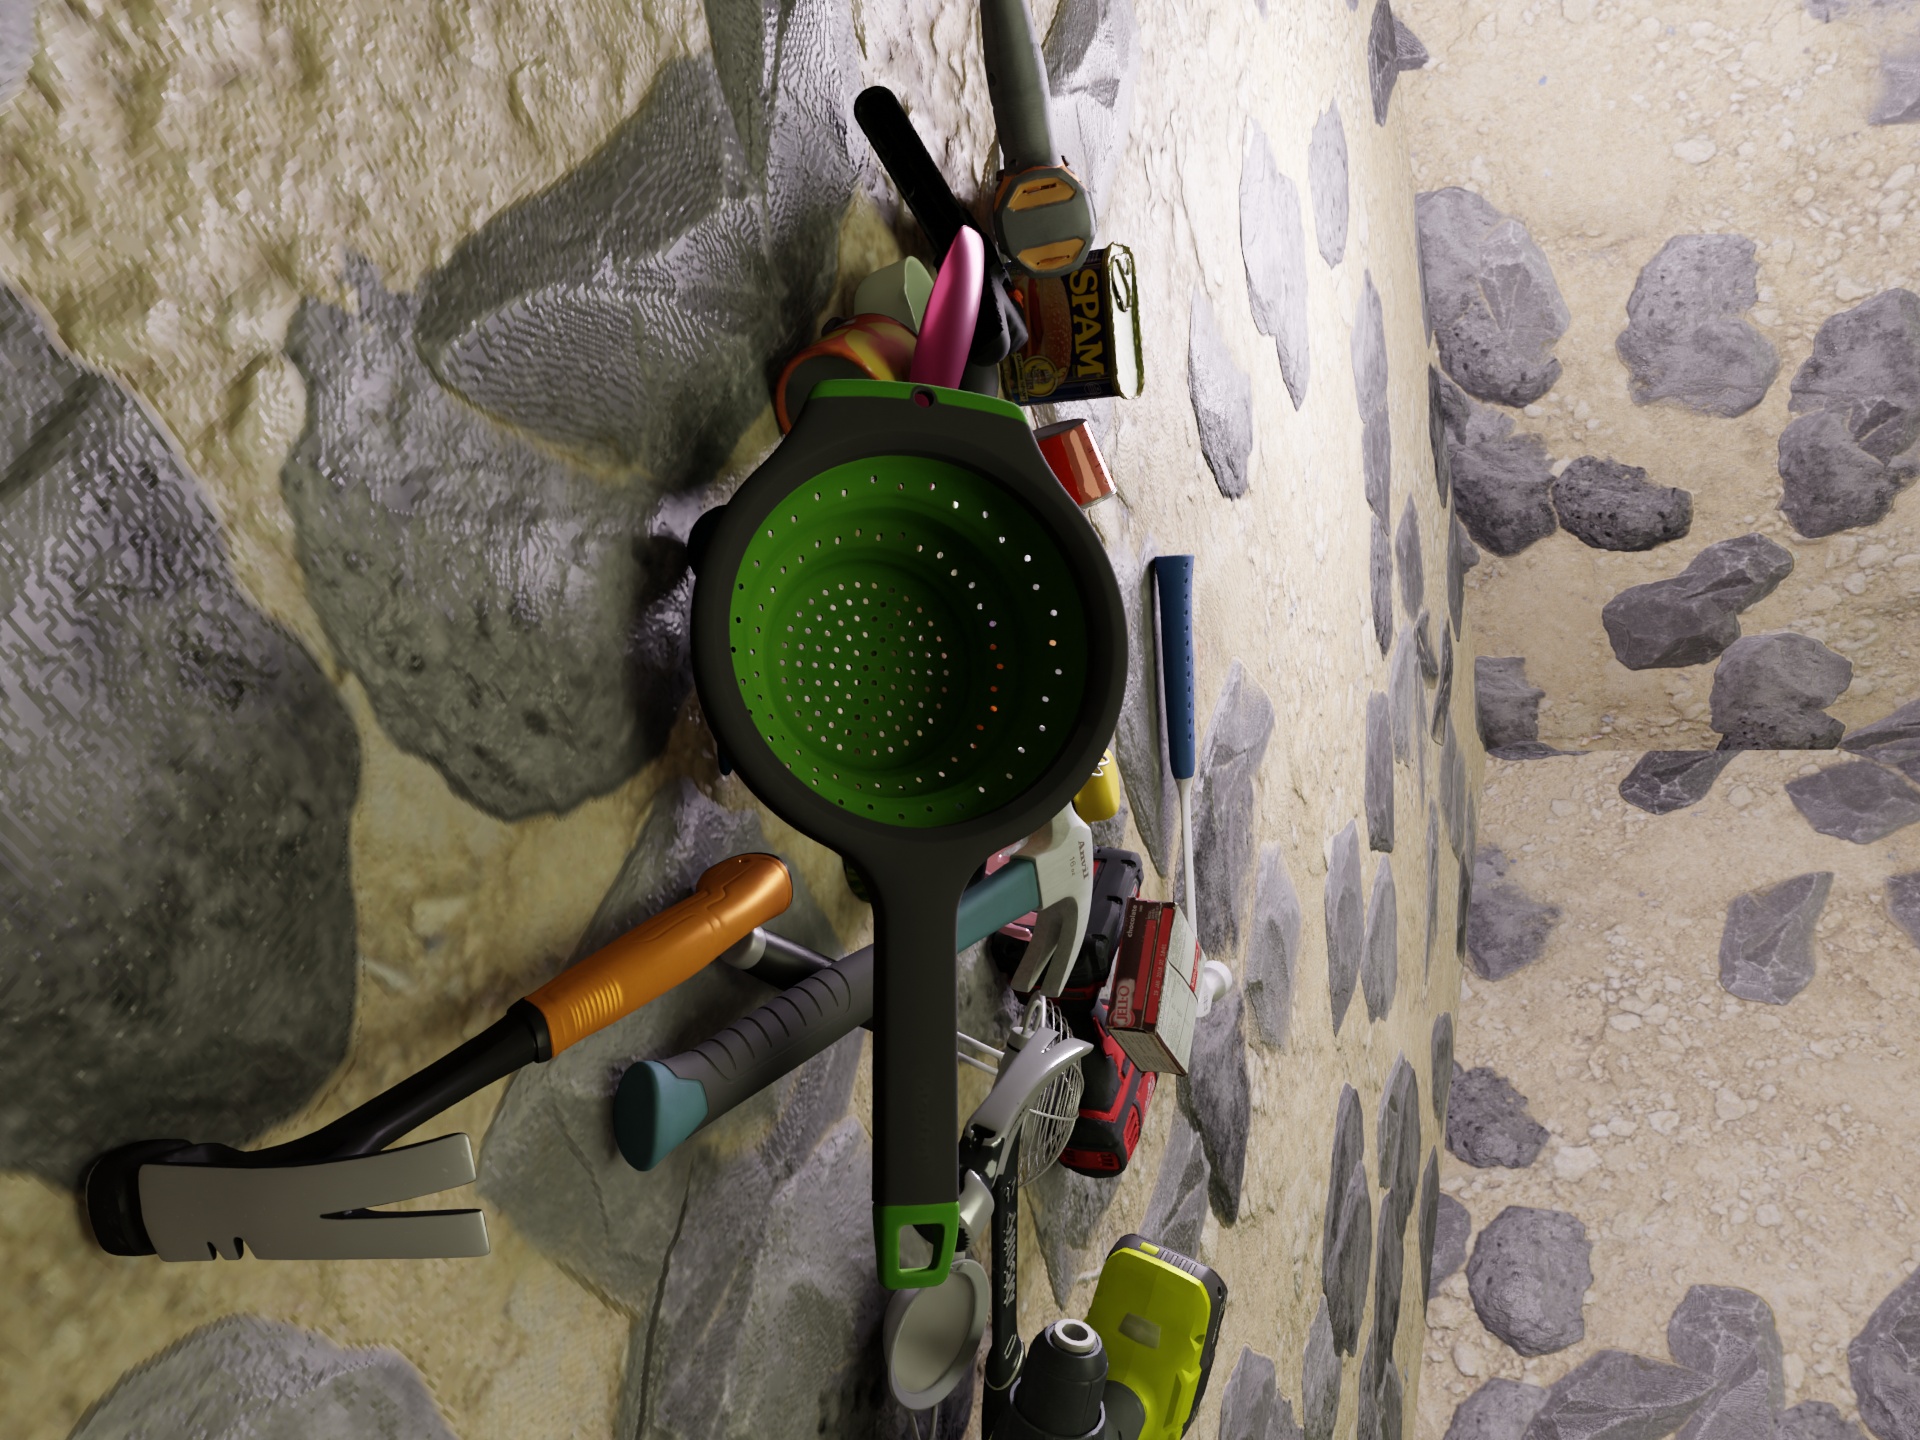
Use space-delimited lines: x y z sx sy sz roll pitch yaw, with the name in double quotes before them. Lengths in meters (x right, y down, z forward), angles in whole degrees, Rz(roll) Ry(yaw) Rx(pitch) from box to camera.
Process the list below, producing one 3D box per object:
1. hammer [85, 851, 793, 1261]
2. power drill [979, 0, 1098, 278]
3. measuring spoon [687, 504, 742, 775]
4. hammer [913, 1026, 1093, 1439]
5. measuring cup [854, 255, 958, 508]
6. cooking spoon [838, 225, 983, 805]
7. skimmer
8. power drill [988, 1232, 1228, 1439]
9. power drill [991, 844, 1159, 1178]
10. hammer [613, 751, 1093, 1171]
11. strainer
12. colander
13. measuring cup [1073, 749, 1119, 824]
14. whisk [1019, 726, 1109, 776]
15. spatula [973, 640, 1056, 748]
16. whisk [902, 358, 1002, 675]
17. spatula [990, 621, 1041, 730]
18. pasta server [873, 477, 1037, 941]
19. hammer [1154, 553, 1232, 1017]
"hammer" -0.137 0.104 0.584 0.337 0.127 0.034 -30 111 -69
"power drill" 0.034 -0.389 0.968 0.185 0.084 0.226 -87 165 -69
"measuring spoon" -0.116 -0.037 0.740 0.042 0.021 0.128 -37 132 -68
"hammer" 0.026 0.344 0.894 0.149 0.036 0.408 -50 148 -45
"measuring cup" -0.025 -0.171 0.870 0.083 0.038 0.168 28 51 -67
"cooking spoon" -0.028 -0.091 0.817 0.069 0.017 0.319 -18 123 -71
"skimmer" -0.032 0.178 0.893 0.362 0.090 0.127 37 60 -47
"power drill" 0.076 0.388 0.901 0.228 0.080 0.190 -18 123 -62
"power drill" 0.094 0.199 1.114 0.143 0.078 0.219 -60 144 -48
"hammer" -0.036 0.121 0.782 0.331 0.033 0.128 -25 111 -46
"strainer" 0.003 0.275 0.884 0.086 0.050 0.258 11 99 -52
"colander" -0.032 0.048 0.734 0.094 0.204 0.397 157 -66 -69
"measuring cup" 0.089 0.046 1.123 0.156 0.029 0.062 3 80 -77
"whisk" 0.073 0.013 1.052 0.246 0.059 0.058 -39 136 -80
"spatula" 0.049 -0.032 1.014 0.322 0.041 0.081 -31 137 -72
"whisk" 0.003 -0.128 0.918 0.070 0.070 0.285 61 24 -46
"spatula" 0.062 0.050 1.113 0.060 0.018 0.315 -64 144 -52
"pasta server" -0.002 -0.003 0.954 0.060 0.040 0.316 -63 144 -60
"hammer" 0.193 0.060 1.376 0.144 0.035 0.405 -16 104 -65
